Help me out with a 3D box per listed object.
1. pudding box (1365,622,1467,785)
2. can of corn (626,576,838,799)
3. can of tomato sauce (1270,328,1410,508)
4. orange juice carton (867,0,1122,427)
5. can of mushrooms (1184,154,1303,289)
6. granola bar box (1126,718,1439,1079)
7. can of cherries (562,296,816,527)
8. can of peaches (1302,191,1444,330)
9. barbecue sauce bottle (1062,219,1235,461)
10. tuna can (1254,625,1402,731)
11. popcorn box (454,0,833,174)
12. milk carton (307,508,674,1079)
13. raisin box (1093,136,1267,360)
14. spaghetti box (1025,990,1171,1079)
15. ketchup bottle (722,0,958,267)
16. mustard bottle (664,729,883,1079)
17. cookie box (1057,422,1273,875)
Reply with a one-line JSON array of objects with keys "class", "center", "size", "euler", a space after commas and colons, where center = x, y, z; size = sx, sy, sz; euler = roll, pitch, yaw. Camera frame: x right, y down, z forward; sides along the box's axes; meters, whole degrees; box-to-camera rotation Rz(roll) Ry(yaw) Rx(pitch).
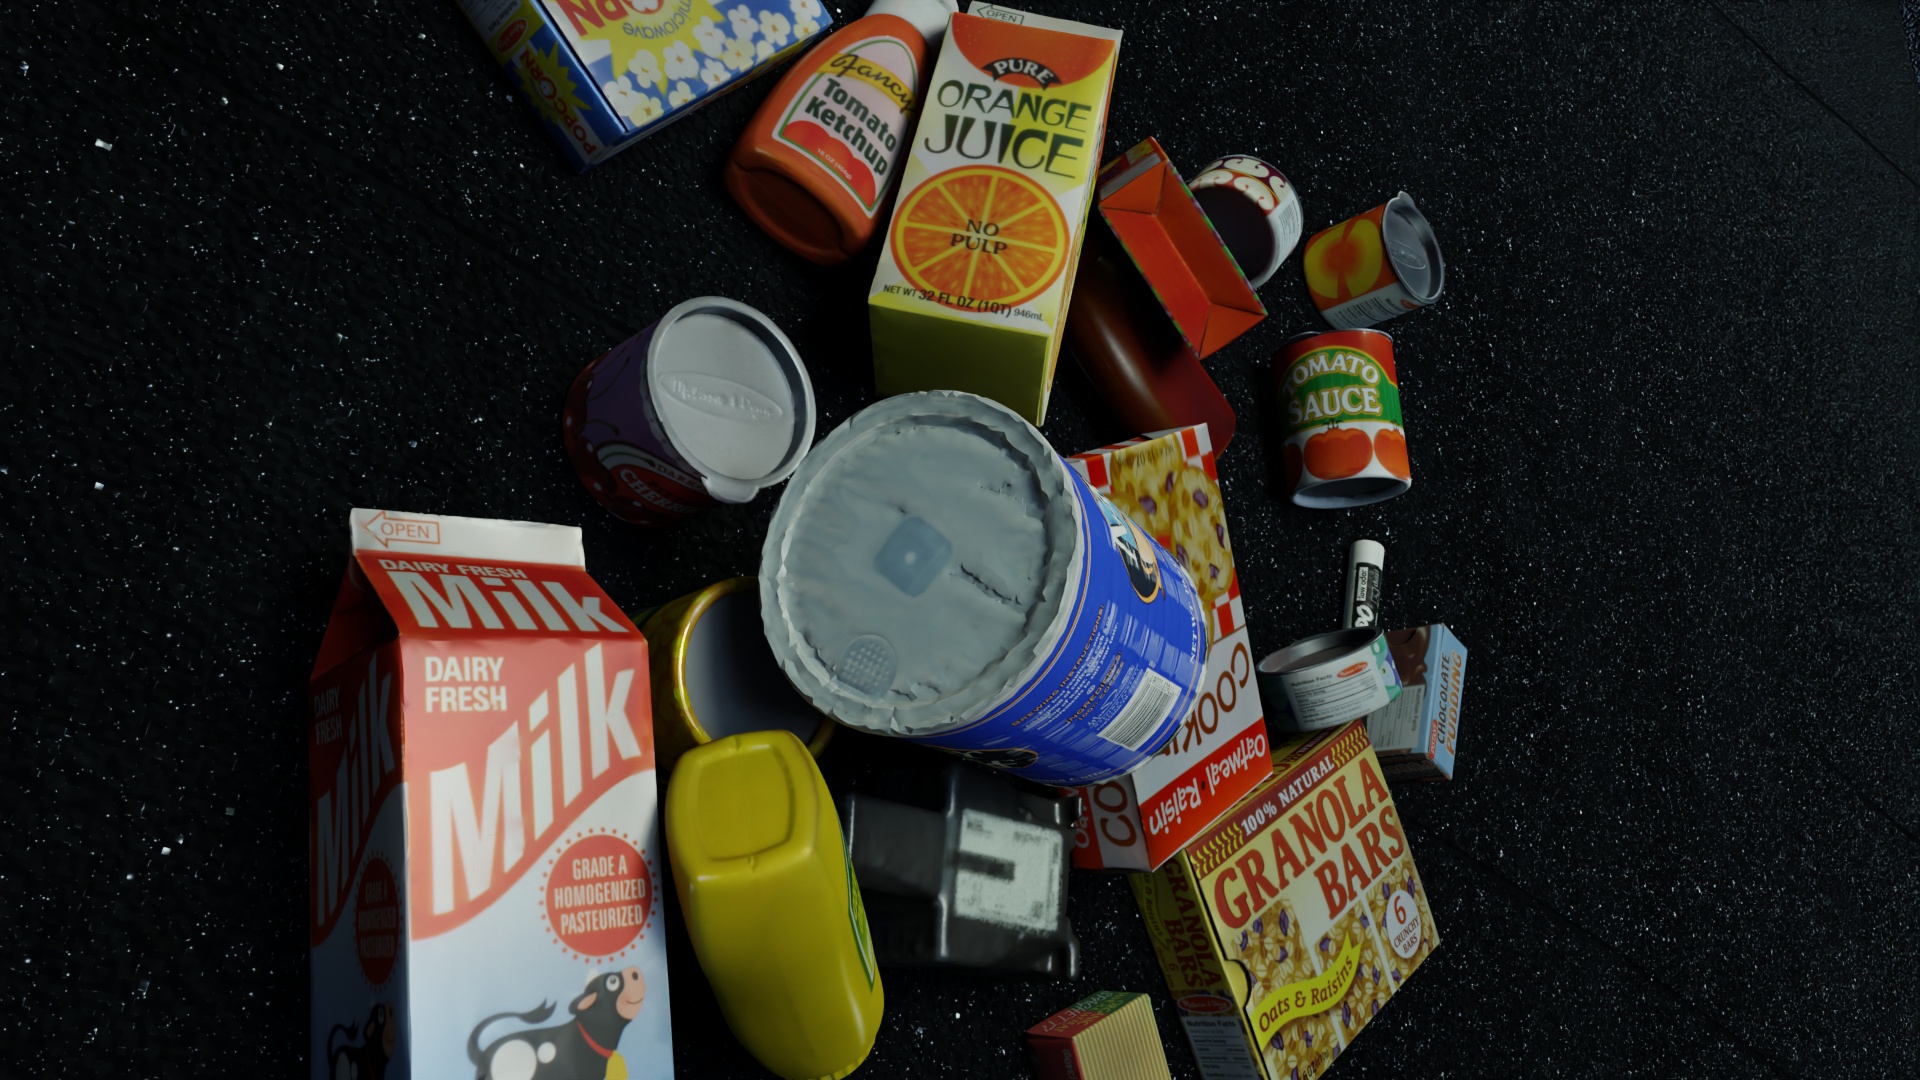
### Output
[{"class": "pudding box", "center": [0.243, 0.089, 0.755], "size": [0.030, 0.049, 0.084], "euler": [40, 53, -29]}, {"class": "can of corn", "center": [-0.082, 0.050, 0.454], "size": [0.071, 0.058, 0.071], "euler": [16, 66, -39]}, {"class": "can of tomato sauce", "center": [0.207, -0.066, 0.760], "size": [0.071, 0.071, 0.083], "euler": [10, 71, -41]}, {"class": "orange juice carton", "center": [0.019, -0.150, 0.581], "size": [0.072, 0.072, 0.193], "euler": [11, 65, 4]}, {"class": "can of mushrooms", "center": [0.141, -0.167, 0.734], "size": [0.071, 0.071, 0.034], "euler": [55, 48, -16]}, {"class": "granola bar box", "center": [0.157, 0.170, 0.655], "size": [0.166, 0.039, 0.124], "euler": [-21, 91, -45]}, {"class": "can of cherries", "center": [-0.093, -0.040, 0.473], "size": [0.071, 0.058, 0.071], "euler": [16, 66, -41]}, {"class": "can of peaches", "center": [0.249, -0.167, 0.840], "size": [0.071, 0.058, 0.071], "euler": [16, 66, -39]}, {"class": "barbecue sauce bottle", "center": [0.075, -0.100, 0.662], "size": [0.148, 0.043, 0.065], "euler": [52, 35, -17]}, {"class": "tuna can", "center": [0.184, 0.069, 0.697], "size": [0.071, 0.071, 0.033], "euler": [-23, 94, -45]}, {"class": "popcorn box", "center": [-0.117, -0.202, 0.518], "size": [0.085, 0.038, 0.127], "euler": [55, 47, -14]}, {"class": "milk carton", "center": [-0.132, 0.085, 0.384], "size": [0.072, 0.073, 0.191], "euler": [6, 72, -42]}, {"class": "raisin box", "center": [0.102, -0.143, 0.664], "size": [0.086, 0.040, 0.124], "euler": [53, 16, -14]}, {"class": "spaghetti box", "center": [0.082, 0.308, 0.545], "size": [0.050, 0.028, 0.250], "euler": [-10, 84, -44]}, {"class": "ketchup bottle", "center": [-0.042, -0.183, 0.579], "size": [0.064, 0.043, 0.149], "euler": [38, 53, -20]}, {"class": "mustard bottle", "center": [-0.052, 0.127, 0.430], "size": [0.065, 0.049, 0.159], "euler": [-108, -172, -46]}, {"class": "cookie box", "center": [0.078, 0.042, 0.598], "size": [0.123, 0.040, 0.167], "euler": [-18, 98, -52]}]
